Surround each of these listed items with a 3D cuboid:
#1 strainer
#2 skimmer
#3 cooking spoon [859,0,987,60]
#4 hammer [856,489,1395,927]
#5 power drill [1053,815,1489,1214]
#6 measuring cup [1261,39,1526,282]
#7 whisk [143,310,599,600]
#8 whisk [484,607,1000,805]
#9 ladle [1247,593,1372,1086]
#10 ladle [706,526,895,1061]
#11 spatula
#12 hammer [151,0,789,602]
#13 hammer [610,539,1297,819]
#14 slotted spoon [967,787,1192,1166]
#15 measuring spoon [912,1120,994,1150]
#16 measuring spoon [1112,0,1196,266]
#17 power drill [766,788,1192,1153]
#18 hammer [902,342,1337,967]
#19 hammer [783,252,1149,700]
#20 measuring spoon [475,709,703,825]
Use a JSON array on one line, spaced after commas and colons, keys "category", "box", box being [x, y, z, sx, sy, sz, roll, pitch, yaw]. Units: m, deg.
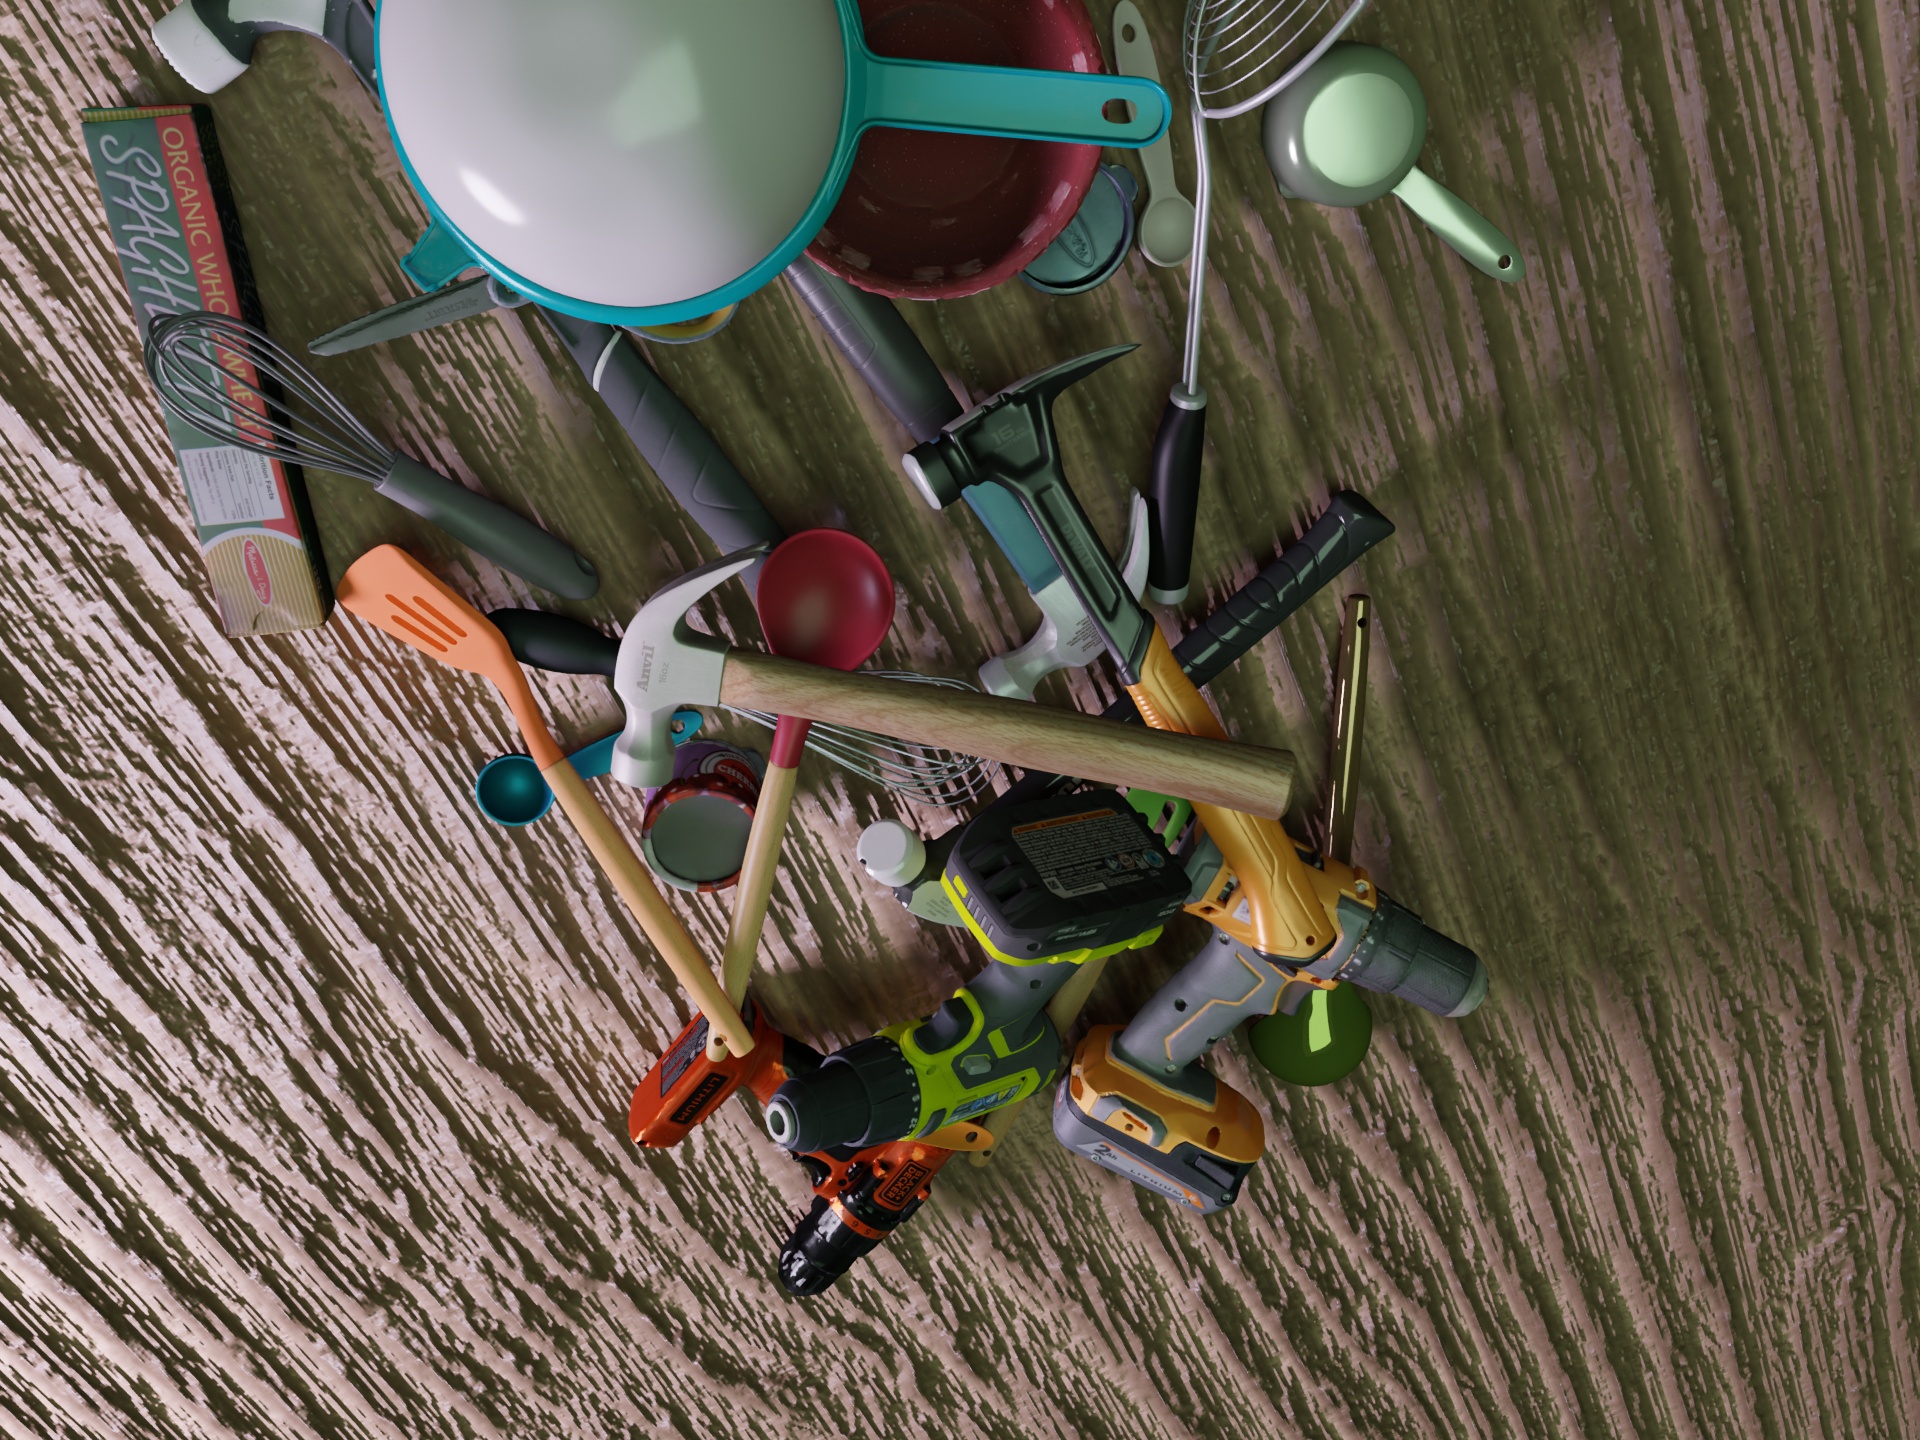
[{"category": "strainer", "box": [-0.083, -0.257, 0.639, 0.340, 0.095, 0.211, 5, 110, 2]}, {"category": "skimmer", "box": [0.143, -0.210, 0.755, 0.090, 0.127, 0.363, -2, 129, -2]}, {"category": "cooking spoon", "box": [0.064, -0.382, 0.715, 0.319, 0.017, 0.068, -28, 120, 6]}, {"category": "hammer", "box": [0.101, -0.006, 0.868, 0.335, 0.035, 0.146, -40, 149, 3]}, {"category": "power drill", "box": [0.174, 0.176, 0.917, 0.185, 0.084, 0.226, 26, 114, -1]}, {"category": "measuring cup", "box": [0.224, -0.264, 0.781, 0.167, 0.038, 0.083, 32, 107, -18]}, {"category": "whisk", "box": [-0.272, -0.118, 0.760, 0.238, 0.055, 0.055, 32, 108, -35]}, {"category": "whisk", "box": [-0.114, -0.013, 0.847, 0.284, 0.070, 0.070, 14, 113, -9]}, {"category": "ladle", "box": [0.220, 0.078, 0.950, 0.078, 0.062, 0.320, -3, 109, -9]}, {"category": "ladle", "box": [-0.096, 0.046, 0.827, 0.069, 0.031, 0.315, 15, 111, -1]}, {"category": "spatula", "box": [-0.205, 0.048, 0.827, 0.081, 0.041, 0.322, -23, 103, 47]}, {"category": "hammer", "box": [-0.178, -0.193, 0.763, 0.149, 0.036, 0.408, -34, 116, 7]}, {"category": "hammer", "box": [-0.001, -0.002, 0.771, 0.331, 0.031, 0.130, 11, 113, -1]}, {"category": "slotted spoon", "box": [0.077, 0.155, 0.969, 0.070, 0.031, 0.313, 19, 113, -21]}, {"category": "measuring spoon", "box": [-0.031, 0.238, 0.947, 0.116, 0.011, 0.021, 19, 105, -24]}, {"category": "measuring spoon", "box": [0.089, -0.282, 0.770, 0.034, 0.018, 0.124, -23, 111, -20]}, {"category": "power drill", "box": [0.007, 0.148, 0.864, 0.190, 0.080, 0.228, -7, 139, -42]}, {"category": "hammer", "box": [0.108, -0.021, 0.804, 0.127, 0.034, 0.336, -32, 103, -5]}, {"category": "hammer", "box": [-0.018, -0.157, 0.802, 0.128, 0.033, 0.330, -35, 115, 10]}, {"category": "measuring spoon", "box": [-0.203, 0.019, 0.874, 0.128, 0.021, 0.042, -22, 116, -7]}]
